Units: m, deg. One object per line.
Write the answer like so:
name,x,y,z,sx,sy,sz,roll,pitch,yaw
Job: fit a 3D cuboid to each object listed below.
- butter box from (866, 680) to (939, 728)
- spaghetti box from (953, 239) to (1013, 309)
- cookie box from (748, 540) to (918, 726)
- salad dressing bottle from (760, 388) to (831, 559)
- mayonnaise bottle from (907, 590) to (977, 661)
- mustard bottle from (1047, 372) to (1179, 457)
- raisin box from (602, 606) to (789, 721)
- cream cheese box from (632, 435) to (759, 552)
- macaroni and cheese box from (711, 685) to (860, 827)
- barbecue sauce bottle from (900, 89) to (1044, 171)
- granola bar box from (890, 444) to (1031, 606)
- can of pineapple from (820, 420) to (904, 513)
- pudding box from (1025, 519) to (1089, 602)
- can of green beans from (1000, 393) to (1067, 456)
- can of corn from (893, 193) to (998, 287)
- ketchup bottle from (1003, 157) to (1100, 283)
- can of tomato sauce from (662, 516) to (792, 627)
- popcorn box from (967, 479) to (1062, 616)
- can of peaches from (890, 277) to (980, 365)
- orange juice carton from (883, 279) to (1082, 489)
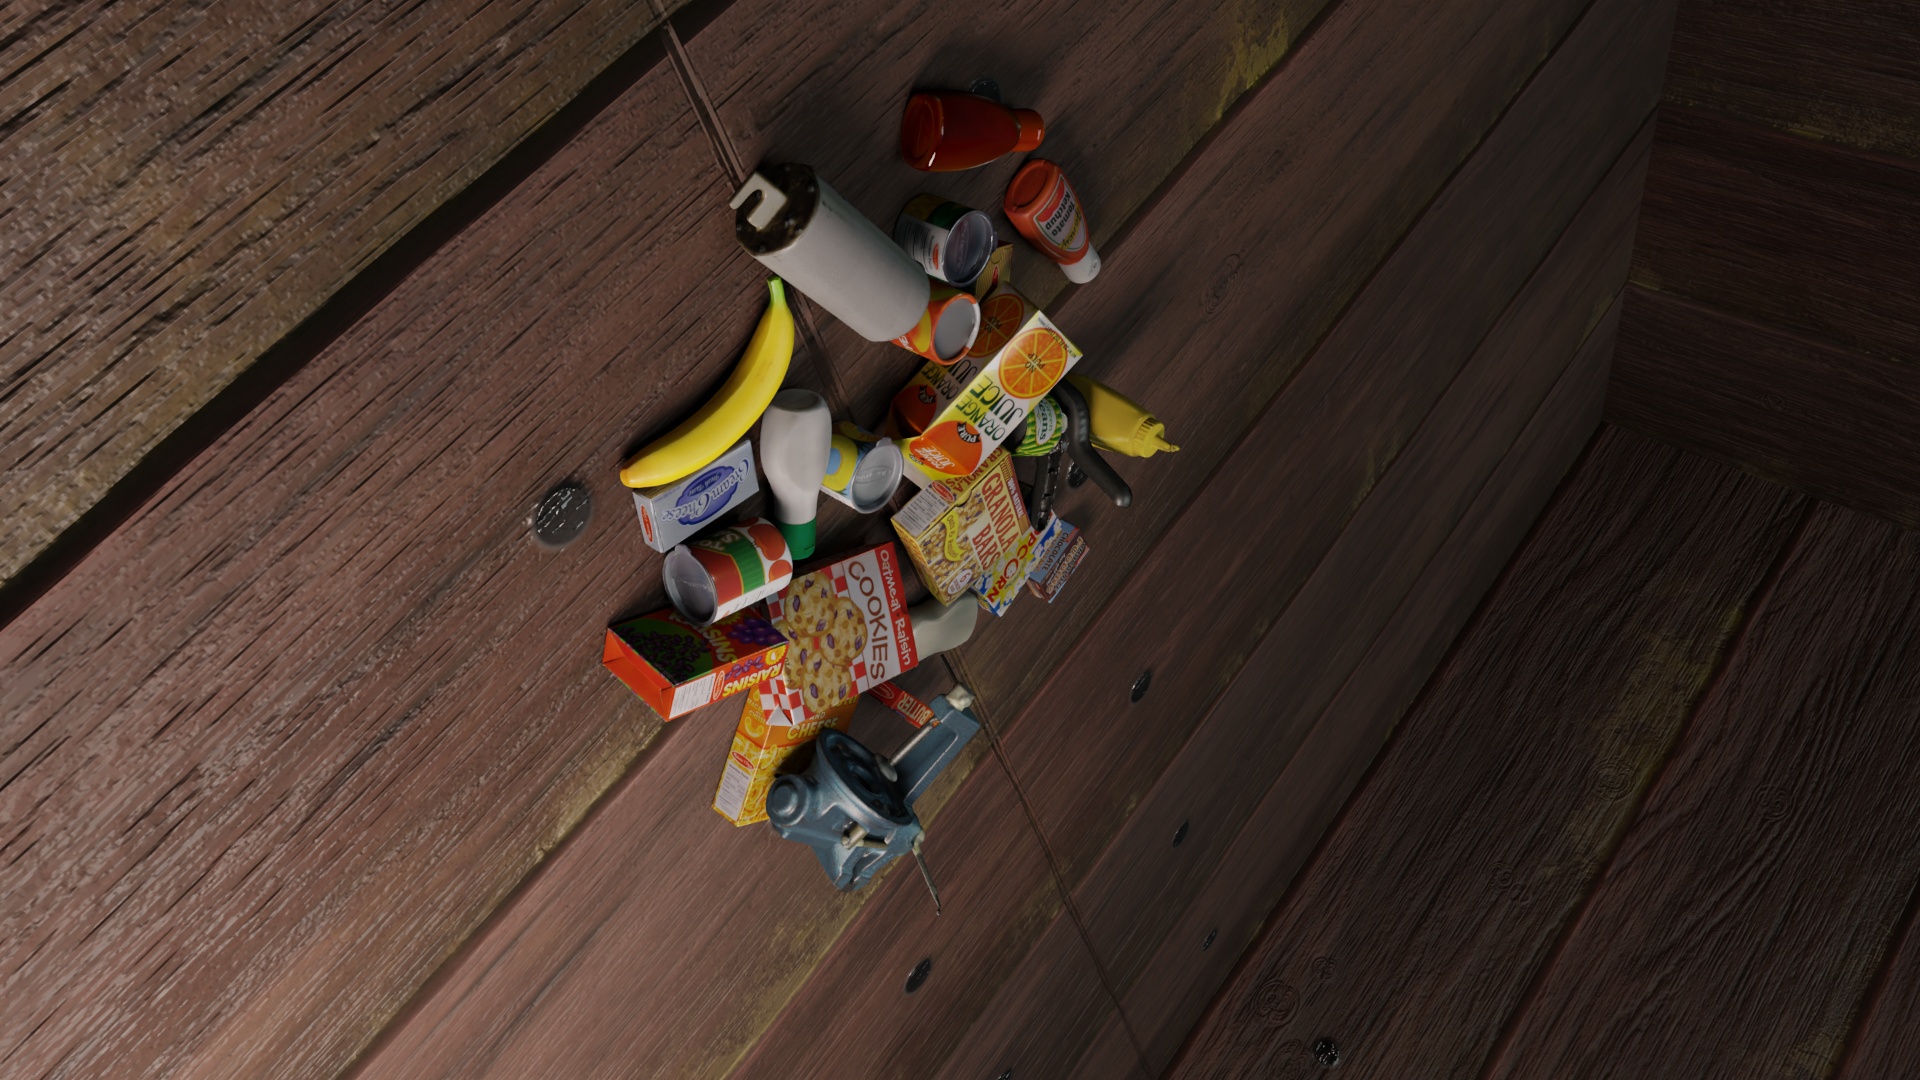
butter box,-0.062,0.166,1.429,0.024,0.053,0.103,-55,147,-7
spaghetti box,0.011,-0.159,1.310,0.050,0.029,0.248,-26,133,-43
cookie box,-0.115,0.080,1.252,0.168,0.040,0.122,-21,103,-48
salad dressing bottle,-0.138,-0.053,1.165,0.064,0.044,0.146,-31,138,-43
mayonnaise bottle,-0.044,0.094,1.412,0.149,0.041,0.064,-19,131,-46
mustard bottle,0.157,-0.120,1.425,0.049,0.160,0.065,17,100,-59
raisin box,-0.213,0.089,1.124,0.124,0.086,0.040,-19,135,-47
cream cheese box,-0.206,-0.040,1.095,0.104,0.024,0.053,-37,141,-34
macaroni and cheese box,-0.157,0.180,1.316,0.124,0.040,0.166,-1,114,-56
barbecue sauce bottle,0.014,-0.343,1.163,0.149,0.044,0.064,-20,129,-48
granola bar box,0.005,-0.017,1.355,0.124,0.039,0.165,-44,156,-10
can of pineapple,-0.091,-0.066,1.208,0.071,0.058,0.070,-35,139,-37
pudding box,0.109,0.024,1.587,0.084,0.030,0.049,-52,148,-15
can of green beans,0.059,-0.116,1.376,0.058,0.071,0.071,-6,118,-53
can of corn,-0.012,-0.255,1.177,0.071,0.058,0.070,-34,139,-37
ketchup bottle,0.092,-0.295,1.311,0.065,0.043,0.148,-59,149,-5
can of tomato sauce,-0.189,0.022,1.129,0.083,0.071,0.070,-27,134,-43
popcorn box,0.050,0.008,1.484,0.127,0.038,0.085,-55,148,-11
can of peaches,-0.026,-0.191,1.206,0.071,0.058,0.070,-35,140,-37
orange juice carton,0.010,-0.132,1.249,0.192,0.073,0.071,-47,130,5
